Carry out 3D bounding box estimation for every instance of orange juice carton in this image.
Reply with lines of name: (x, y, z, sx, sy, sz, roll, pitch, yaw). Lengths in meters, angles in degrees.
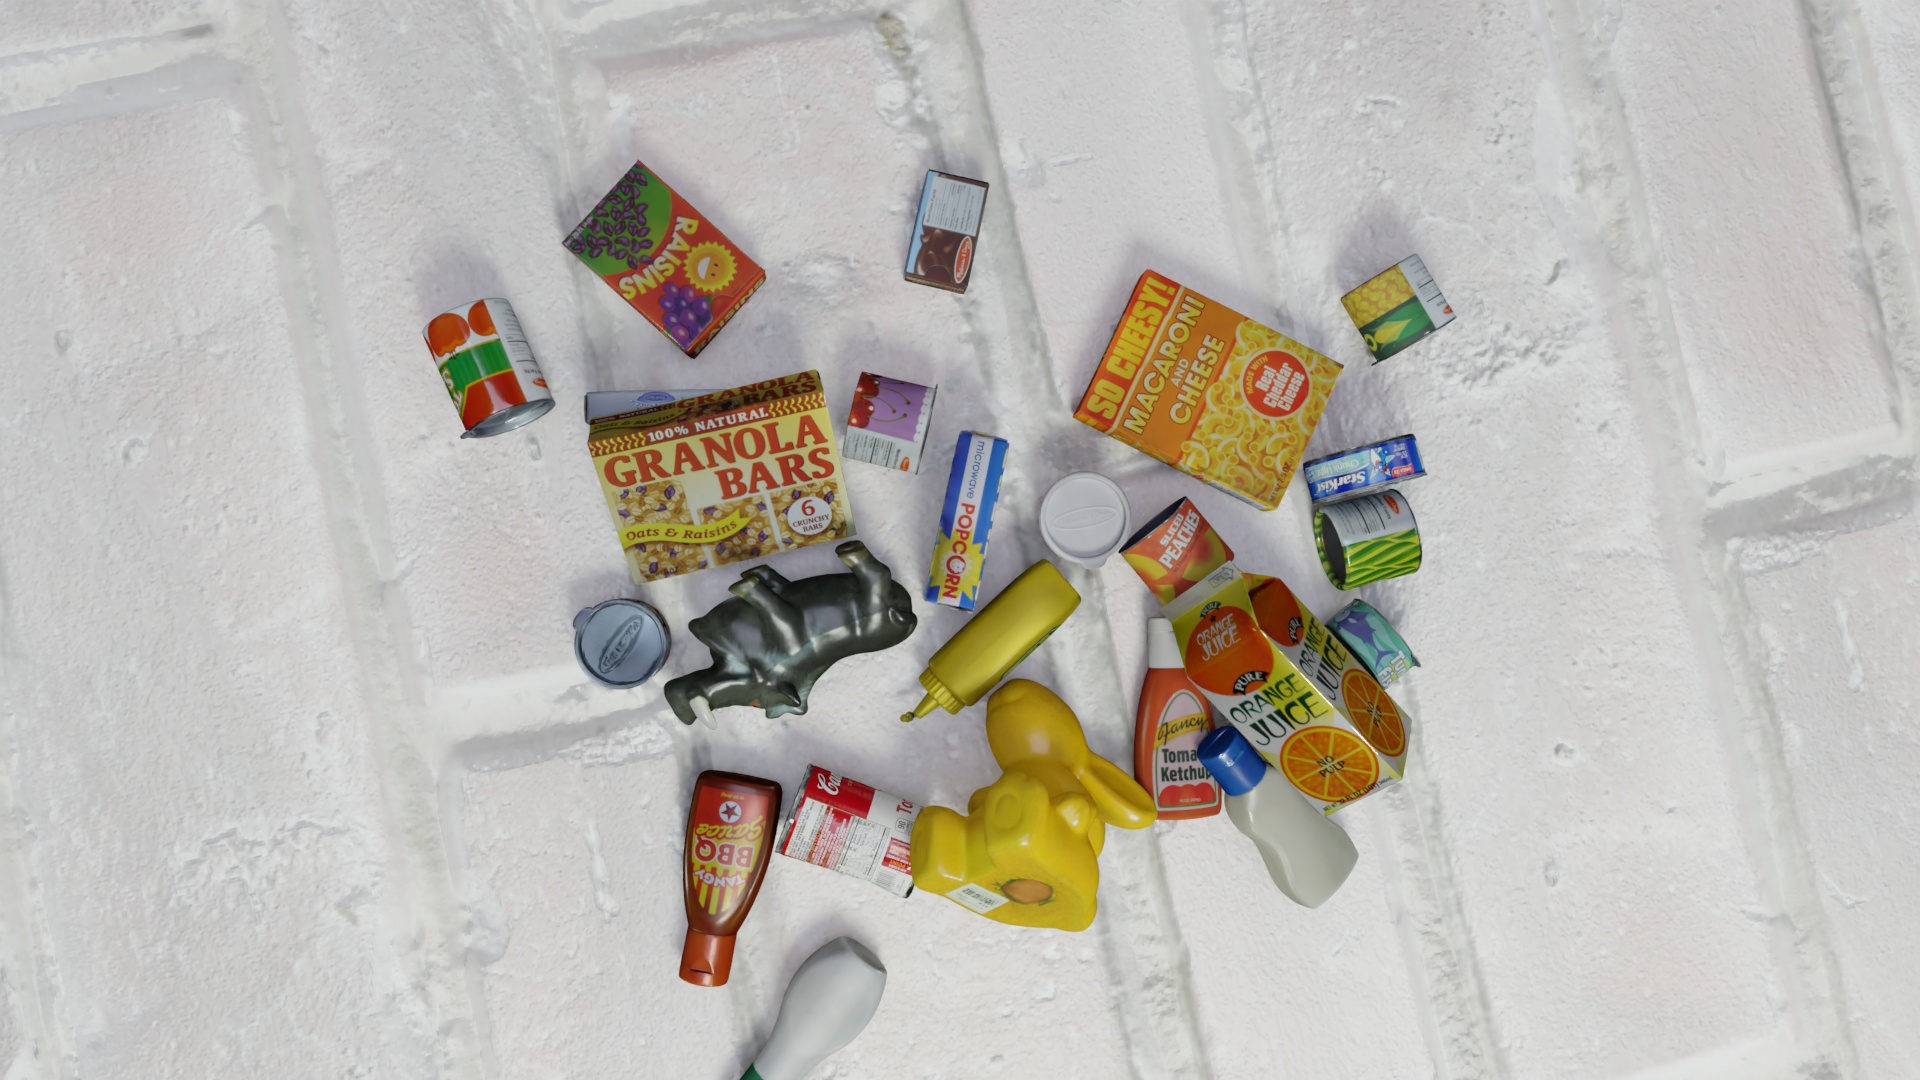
orange juice carton: (0.231, 0.099, 0.996, 0.192, 0.073, 0.071, 46, 127, -8)

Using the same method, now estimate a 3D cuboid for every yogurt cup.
yogurt cup: (0.089, -0.016, 1.034, 0.072, 0.054, 0.072, 0, 87, -4)

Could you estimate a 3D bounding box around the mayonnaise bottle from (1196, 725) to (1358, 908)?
mayonnaise bottle: (0.230, 0.200, 1.021, 0.065, 0.041, 0.148, -44, 106, -17)

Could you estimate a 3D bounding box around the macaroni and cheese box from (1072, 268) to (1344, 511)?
macaroni and cheese box: (0.186, -0.112, 1.052, 0.166, 0.040, 0.124, 26, 86, -3)

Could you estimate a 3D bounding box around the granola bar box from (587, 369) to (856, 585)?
granola bar box: (-0.168, -0.045, 0.998, 0.166, 0.039, 0.123, -13, 123, -4)

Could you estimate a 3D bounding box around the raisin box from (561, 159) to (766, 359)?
raisin box: (-0.218, -0.208, 1.032, 0.123, 0.040, 0.086, 42, 85, -2)

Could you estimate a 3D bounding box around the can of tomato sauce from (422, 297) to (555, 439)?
can of tomato sauce: (-0.344, -0.124, 1.006, 0.071, 0.071, 0.083, -24, 88, -4)

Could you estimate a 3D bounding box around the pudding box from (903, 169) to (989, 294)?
pudding box: (-0.011, -0.233, 1.050, 0.050, 0.030, 0.083, 12, 87, -4)

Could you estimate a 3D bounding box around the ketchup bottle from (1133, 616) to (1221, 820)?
ketchup bottle: (0.160, 0.131, 1.037, 0.065, 0.043, 0.149, -1, 87, -13)

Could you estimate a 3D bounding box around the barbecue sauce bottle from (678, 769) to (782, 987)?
barbecue sauce bottle: (-0.173, 0.246, 1.011, 0.065, 0.043, 0.148, 10, 87, 1)

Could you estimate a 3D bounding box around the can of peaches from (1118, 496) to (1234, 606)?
can of peaches: (0.161, 0.009, 1.029, 0.071, 0.071, 0.058, -40, 92, -4)

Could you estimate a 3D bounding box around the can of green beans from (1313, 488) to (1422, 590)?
can of green beans: (0.304, 0.000, 1.041, 0.058, 0.071, 0.071, -14, 89, -3)

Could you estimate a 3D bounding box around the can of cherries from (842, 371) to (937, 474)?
can of cherries: (-0.052, -0.089, 1.025, 0.058, 0.071, 0.071, 13, 87, -2)

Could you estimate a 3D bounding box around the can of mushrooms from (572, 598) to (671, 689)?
can of mushrooms: (-0.249, 0.074, 1.019, 0.071, 0.033, 0.071, 0, 88, -3)

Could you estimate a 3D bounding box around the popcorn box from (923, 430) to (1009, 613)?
popcorn box: (0.004, -0.013, 1.013, 0.038, 0.085, 0.126, 12, 87, -2)

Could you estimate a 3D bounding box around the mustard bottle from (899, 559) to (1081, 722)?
mustard bottle: (0.018, 0.082, 1.023, 0.160, 0.065, 0.049, -43, 85, 1)

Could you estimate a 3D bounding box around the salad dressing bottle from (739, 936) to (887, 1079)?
salad dressing bottle: (-0.114, 0.360, 1.010, 0.064, 0.044, 0.147, 38, 87, -3)

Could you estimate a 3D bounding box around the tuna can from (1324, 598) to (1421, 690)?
tuna can: (0.306, 0.080, 1.036, 0.033, 0.071, 0.071, -40, 90, -2)

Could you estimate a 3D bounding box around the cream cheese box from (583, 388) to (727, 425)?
cream cheese box: (-0.218, -0.096, 1.019, 0.104, 0.053, 0.024, -2, 90, -4)

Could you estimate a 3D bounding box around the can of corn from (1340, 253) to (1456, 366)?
can of corn: (0.329, -0.175, 1.053, 0.071, 0.071, 0.058, -31, 89, -4)
